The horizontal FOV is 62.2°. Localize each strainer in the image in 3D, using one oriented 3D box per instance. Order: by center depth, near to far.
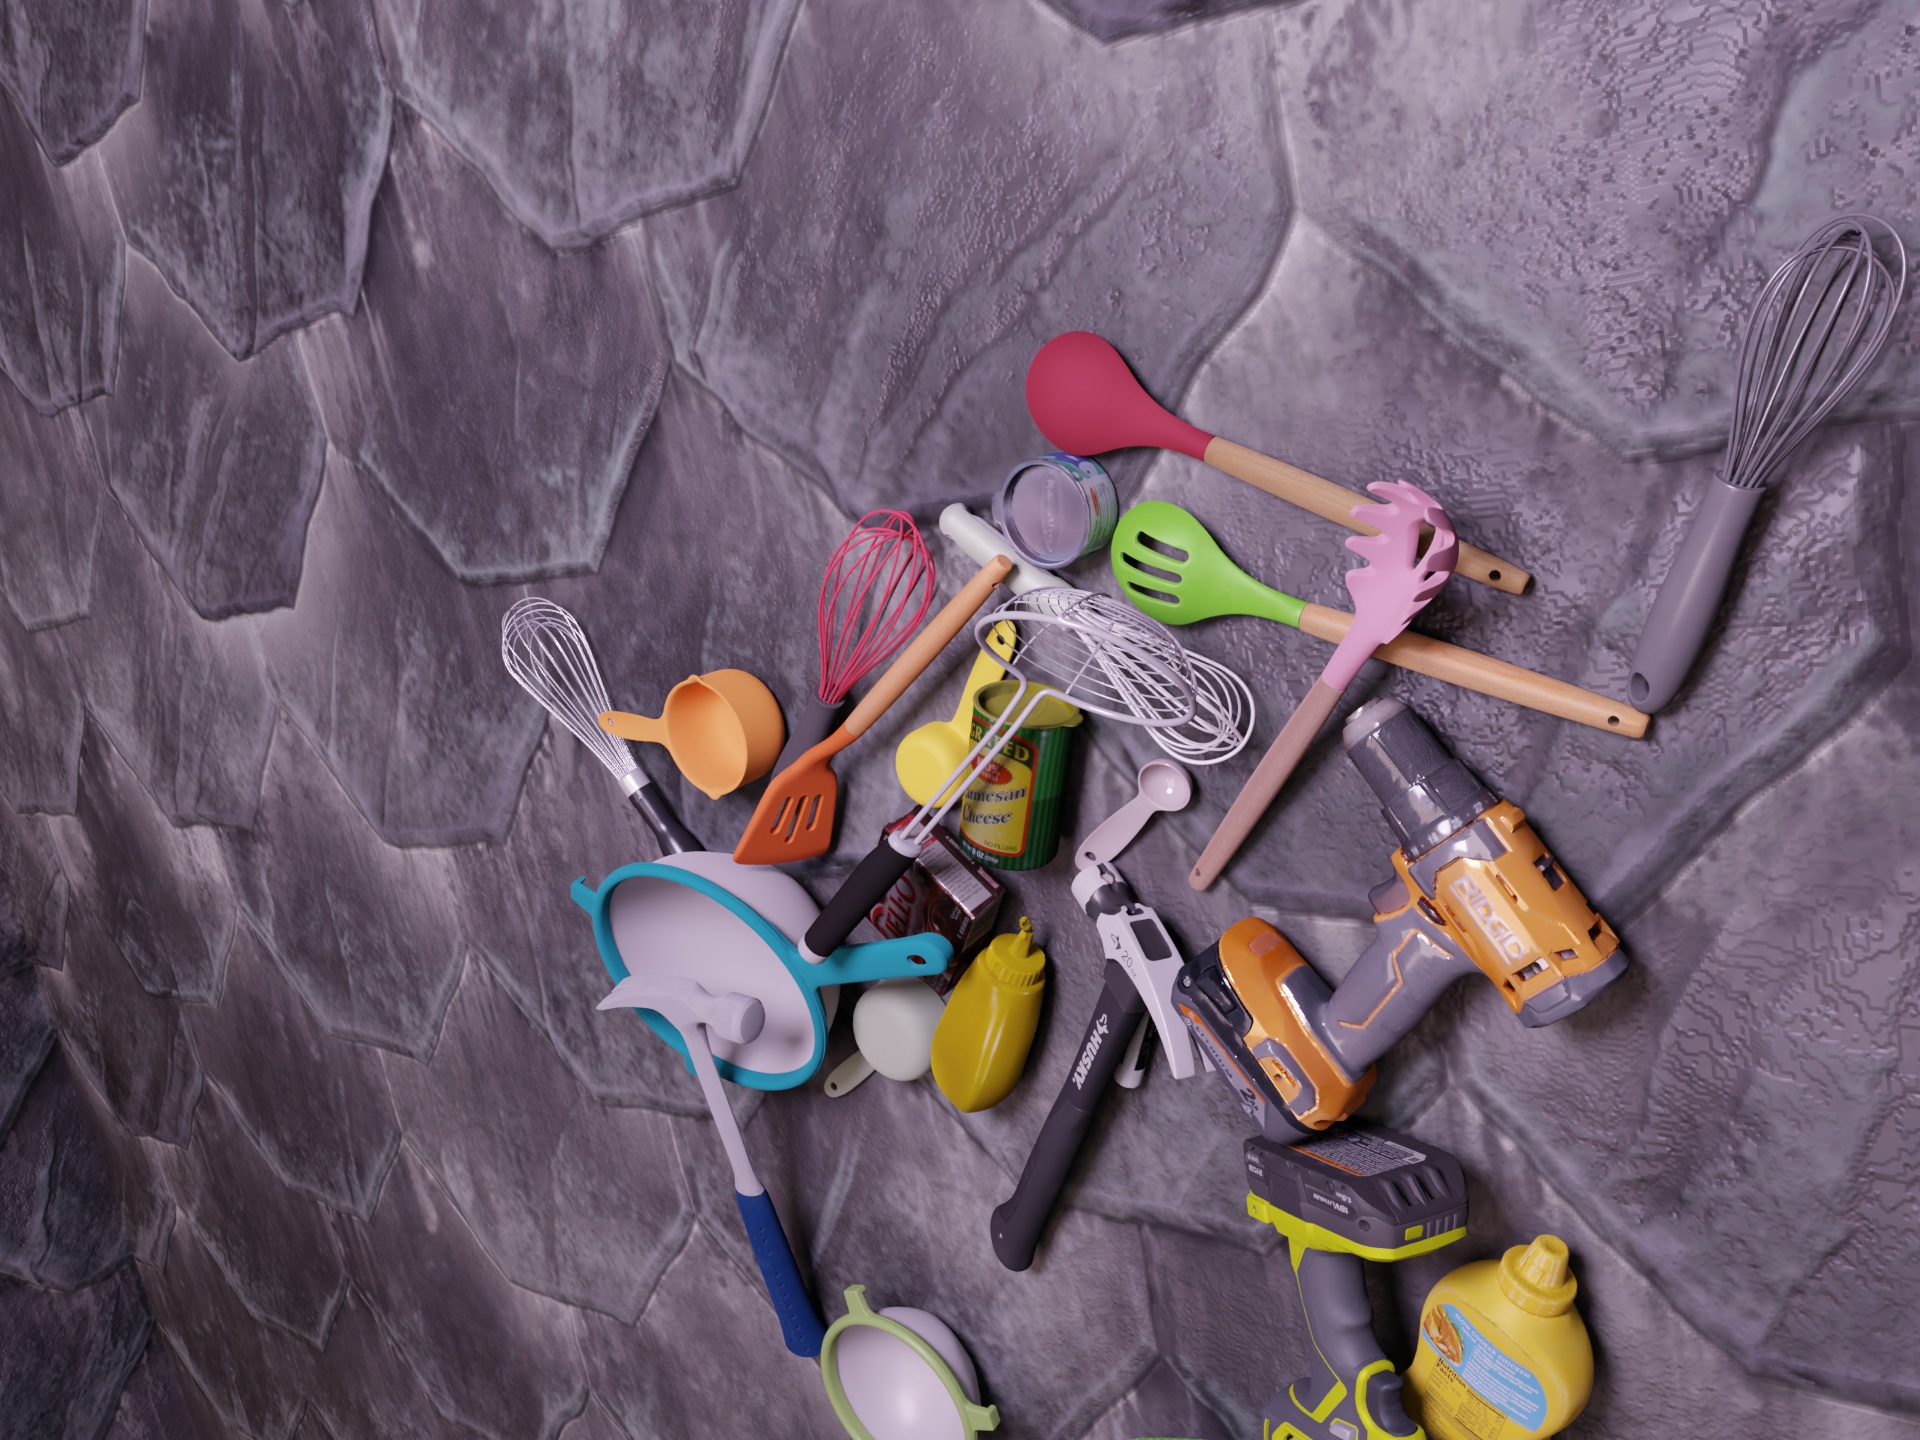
[{"bbox_3d":[-0.119,0.159,1.158,0.340,0.095,0.211,-13,114,40],"label":"strainer"},{"bbox_3d":[-0.047,0.557,1.273,0.152,0.069,0.256,35,127,22],"label":"strainer"}]

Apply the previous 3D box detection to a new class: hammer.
[{"bbox_3d":[0.078,0.261,1.052,0.146,0.035,0.334,57,142,41],"label":"hammer"},{"bbox_3d":[-0.173,0.359,1.257,0.144,0.035,0.405,9,127,31],"label":"hammer"}]

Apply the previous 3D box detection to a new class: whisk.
[{"bbox_3d":[0.345,-0.102,0.698,0.055,0.055,0.238,30,128,28],"label":"whisk"},{"bbox_3d":[0.075,-0.058,0.948,0.246,0.057,0.059,41,94,25],"label":"whisk"},{"bbox_3d":[-0.084,-0.029,1.086,0.073,0.073,0.295,46,136,17],"label":"whisk"},{"bbox_3d":[-0.280,0.024,1.276,0.070,0.070,0.284,-38,85,43],"label":"whisk"}]

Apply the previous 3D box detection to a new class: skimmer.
[{"bbox_3d":[-0.003,0.055,0.929,0.127,0.090,0.363,28,125,-18],"label":"skimmer"}]

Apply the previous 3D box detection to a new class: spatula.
[{"bbox_3d":[-0.055,0.000,1.048,0.322,0.081,0.041,-46,58,41],"label":"spatula"}]

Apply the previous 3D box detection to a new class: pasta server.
[{"bbox_3d":[0.182,-0.003,0.852,0.060,0.040,0.316,65,148,33],"label":"pasta server"}]

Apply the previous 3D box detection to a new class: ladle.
[{"bbox_3d":[0.157,-0.135,0.857,0.316,0.031,0.069,29,118,27],"label":"ladle"}]

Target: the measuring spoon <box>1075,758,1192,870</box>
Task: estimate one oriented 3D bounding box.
[{"bbox_3d":[0.106,0.059,0.987,0.034,0.018,0.124,43,137,3],"label":"measuring spoon"}]

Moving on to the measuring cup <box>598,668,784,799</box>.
[{"bbox_3d":[-0.203,0.002,1.201,0.174,0.052,0.095,7,111,41],"label":"measuring cup"}]

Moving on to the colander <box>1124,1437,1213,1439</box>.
[{"bbox_3d":[0.229,0.516,1.004,0.397,0.204,0.095,-6,68,26],"label":"colander"}]

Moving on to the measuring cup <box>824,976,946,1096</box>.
[{"bbox_3d":[-0.069,0.251,1.191,0.083,0.038,0.167,53,130,11],"label":"measuring cup"}]

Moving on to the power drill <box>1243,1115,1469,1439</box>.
[{"bbox_3d":[0.233,0.351,0.898,0.171,0.080,0.223,-178,81,-65],"label":"power drill"}]

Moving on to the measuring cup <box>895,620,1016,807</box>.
[{"bbox_3d":[-0.002,-0.003,1.039,0.062,0.029,0.156,42,132,20],"label":"measuring cup"}]

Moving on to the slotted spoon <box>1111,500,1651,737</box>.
[{"bbox_3d":[0.207,-0.050,0.847,0.314,0.031,0.070,23,121,31],"label":"slotted spoon"}]

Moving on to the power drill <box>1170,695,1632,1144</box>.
[{"bbox_3d":[0.217,0.111,0.868,0.226,0.084,0.185,-44,75,38],"label":"power drill"}]
